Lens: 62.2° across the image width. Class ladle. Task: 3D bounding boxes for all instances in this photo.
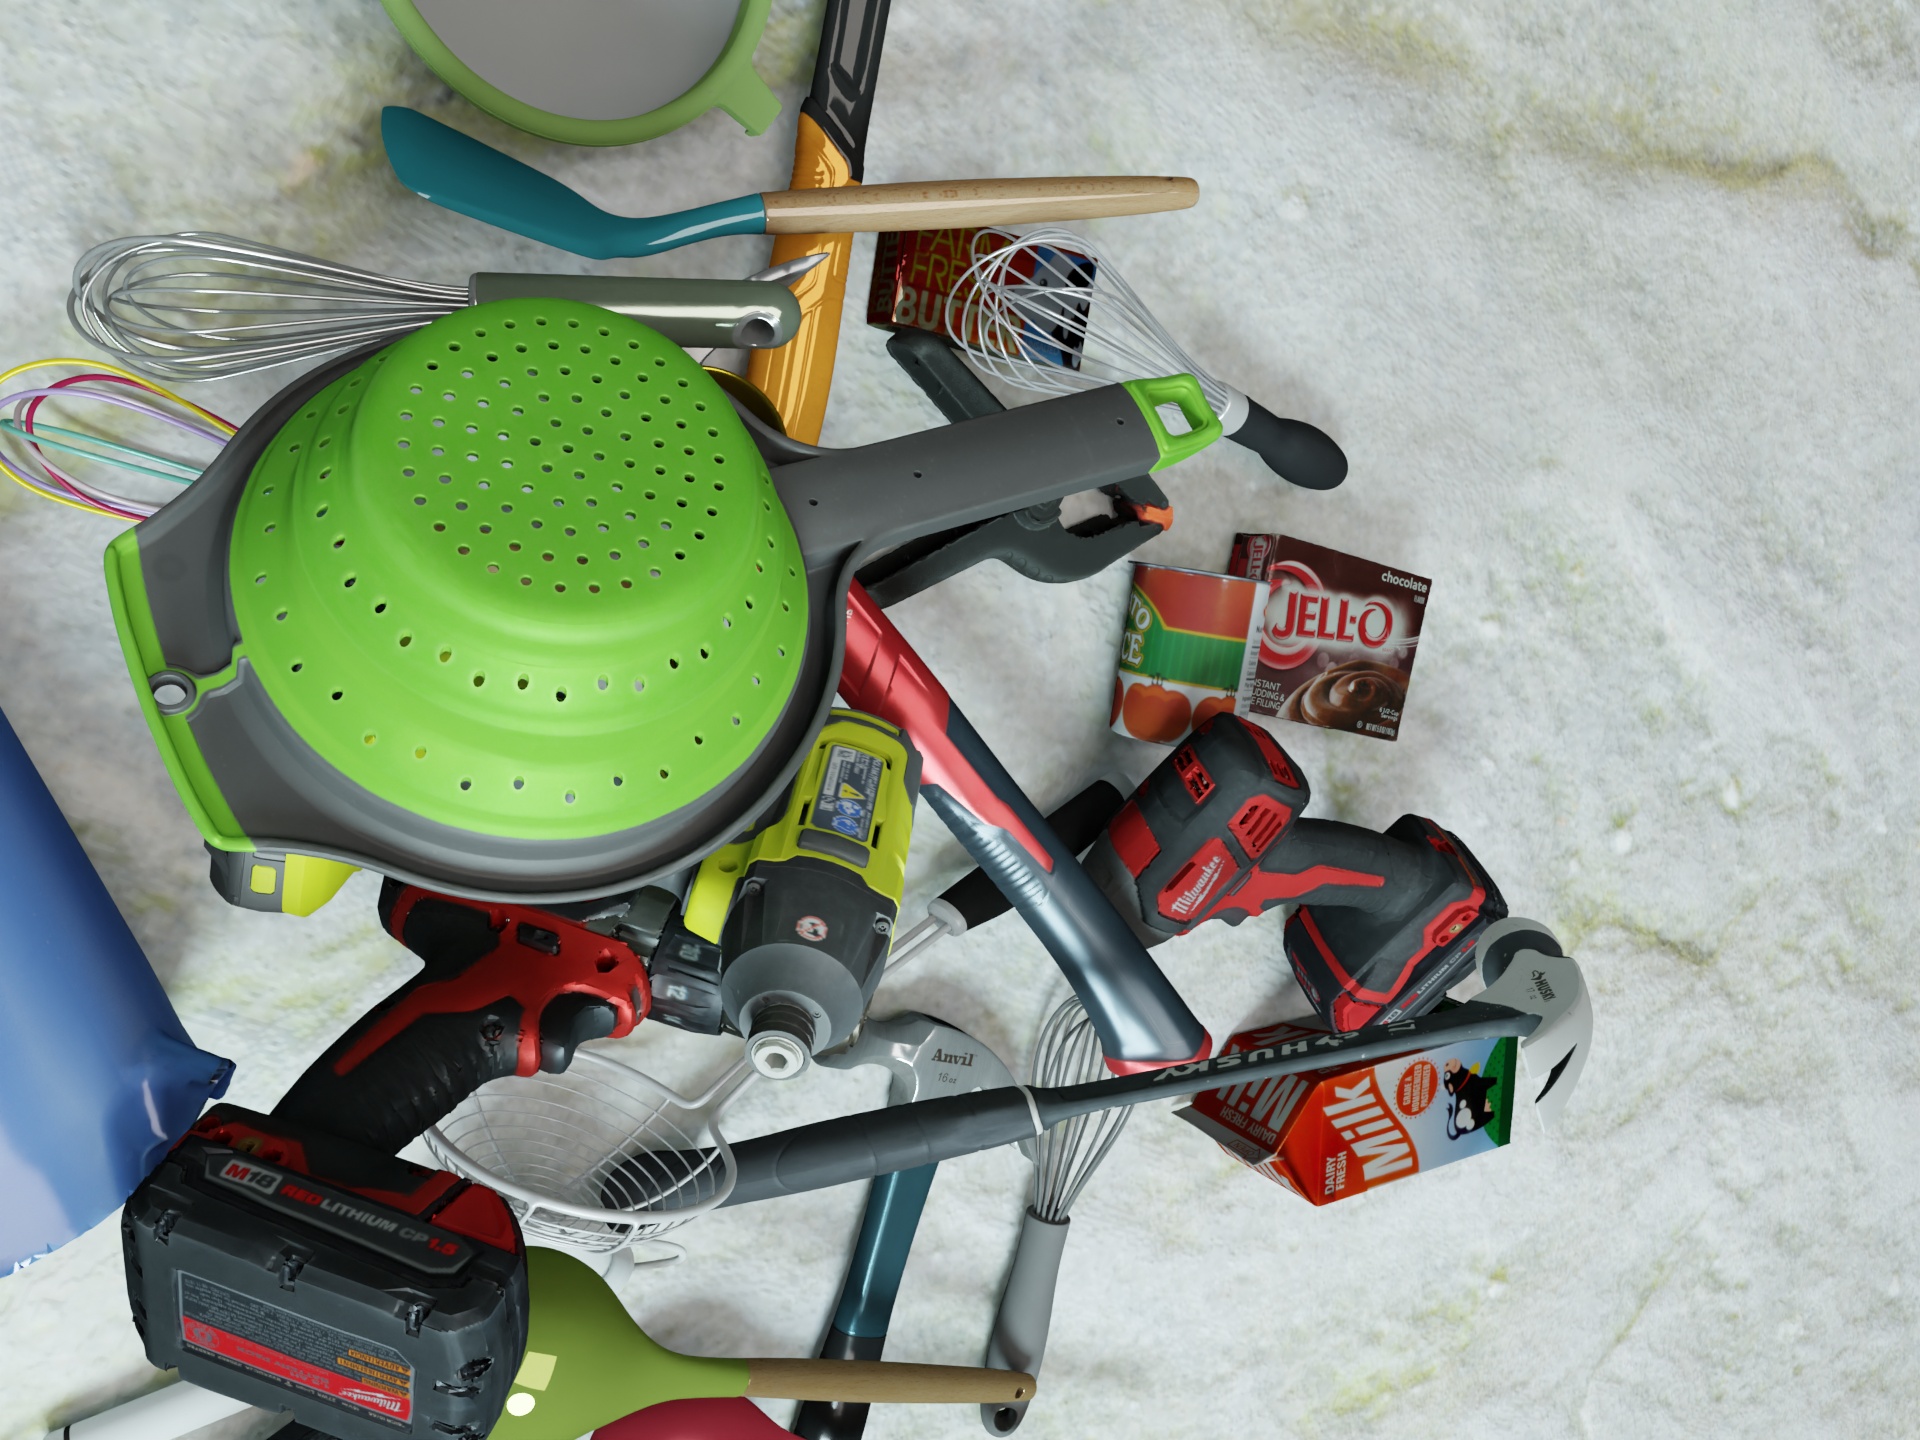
[{"bbox_3d":[-0.082,0.278,0.685,0.319,0.062,0.078,24,83,-42],"label":"ladle"},{"bbox_3d":[-0.022,0.349,0.745,0.315,0.031,0.069,17,89,-31],"label":"ladle"}]

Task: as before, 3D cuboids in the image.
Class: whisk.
[{"bbox_3d":[0.047,0.249,0.797,0.055,0.055,0.239,9,99,-31],"label":"whisk"},{"bbox_3d":[0.102,-0.154,0.729,0.284,0.070,0.070,14,91,-45],"label":"whisk"},{"bbox_3d":[-0.178,-0.145,0.559,0.246,0.059,0.057,-2,145,-14],"label":"whisk"},{"bbox_3d":[-0.220,-0.075,0.582,0.244,0.051,0.047,16,85,-35],"label":"whisk"}]

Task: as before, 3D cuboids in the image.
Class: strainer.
[{"bbox_3d":[-0.239,0.241,0.628,0.258,0.050,0.086,-17,136,-21],"label":"strainer"},{"bbox_3d":[-0.192,-0.268,0.547,0.256,0.069,0.151,-16,107,-26],"label":"strainer"}]

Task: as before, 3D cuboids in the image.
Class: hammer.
[{"bbox_3d":[-0.053,0.300,0.753,0.128,0.033,0.331,16,91,-31],"label":"hammer"},{"bbox_3d":[0.044,0.156,0.637,0.409,0.149,0.036,-15,95,13],"label":"hammer"},{"bbox_3d":[-0.064,-0.211,0.644,0.127,0.034,0.337,8,98,-16],"label":"hammer"},{"bbox_3d":[-0.001,-0.002,0.662,0.143,0.038,0.386,-40,107,-5],"label":"hammer"}]

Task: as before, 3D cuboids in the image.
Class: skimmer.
[{"bbox_3d":[-0.053,0.097,0.681,0.363,0.127,0.090,-33,134,-30],"label":"skimmer"}]

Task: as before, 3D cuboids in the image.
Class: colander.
[{"bbox_3d":[-0.055,-0.080,0.512,0.397,0.094,0.205,-20,76,-28],"label":"colander"}]

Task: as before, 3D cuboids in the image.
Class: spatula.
[{"bbox_3d":[-0.050,-0.204,0.605,0.317,0.082,0.044,-9,131,-18],"label":"spatula"}]

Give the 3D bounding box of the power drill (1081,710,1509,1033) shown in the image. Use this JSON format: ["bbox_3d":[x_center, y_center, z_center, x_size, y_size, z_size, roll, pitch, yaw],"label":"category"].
[{"bbox_3d":[0.155,0.087,0.780,0.219,0.079,0.143,23,117,-36],"label":"power drill"}]

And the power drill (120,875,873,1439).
[{"bbox_3d":[-0.142,0.126,0.540,0.188,0.227,0.080,19,125,3],"label":"power drill"}]

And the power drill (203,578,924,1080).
[{"bbox_3d":[-0.128,0.035,0.549,0.223,0.171,0.080,17,121,-5],"label":"power drill"}]

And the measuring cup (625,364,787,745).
[{"bbox_3d":[-0.095,-0.051,0.560,0.062,0.029,0.157,9,69,-19],"label":"measuring cup"}]

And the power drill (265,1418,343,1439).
[{"bbox_3d":[-0.186,0.360,0.636,0.164,0.084,0.226,-36,118,3],"label":"power drill"}]
